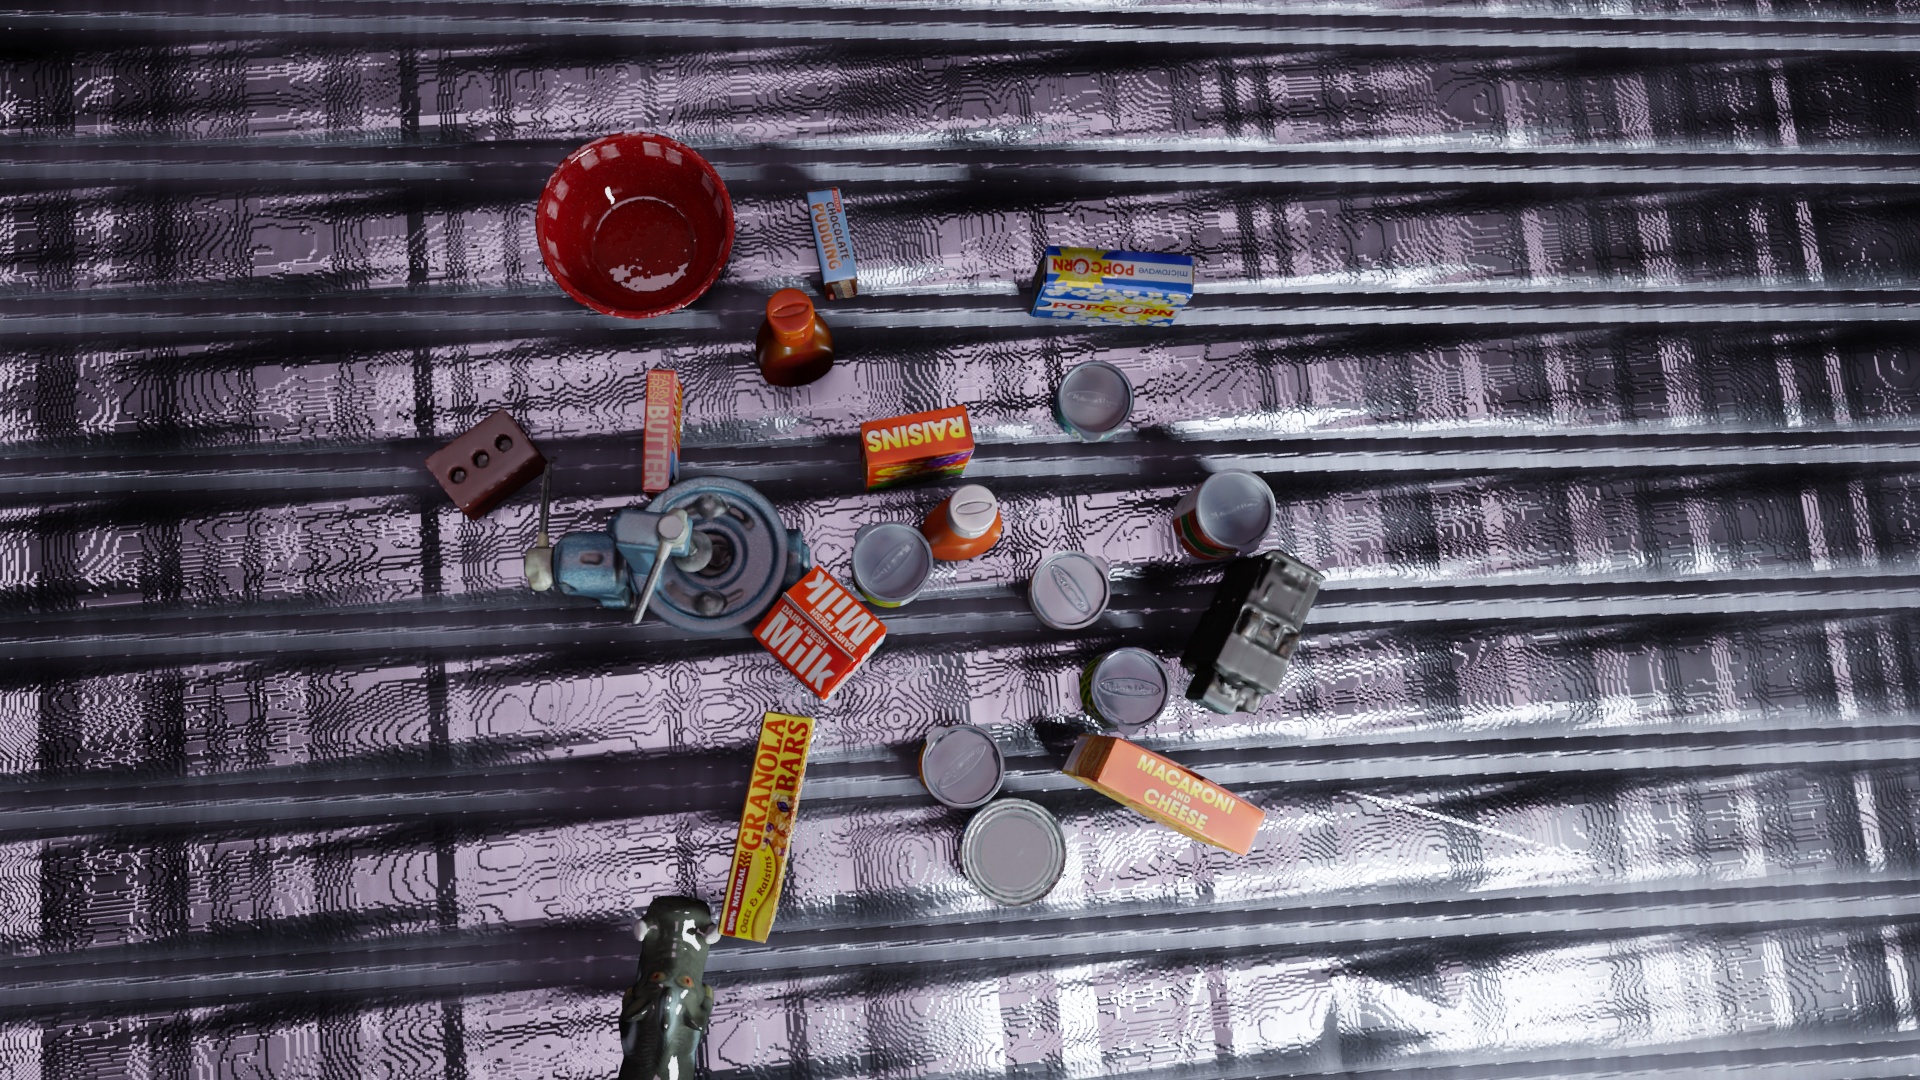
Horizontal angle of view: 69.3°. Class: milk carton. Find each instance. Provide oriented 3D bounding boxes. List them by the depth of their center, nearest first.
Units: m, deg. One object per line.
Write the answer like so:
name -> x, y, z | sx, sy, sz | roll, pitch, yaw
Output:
milk carton -> -0.106, 0.073, 1.064 | 0.072, 0.190, 0.073 | 43, 81, 2

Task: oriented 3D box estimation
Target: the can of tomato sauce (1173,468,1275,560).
can of tomato sauce -> 0.220, -0.019, 1.160 | 0.071, 0.083, 0.071 | 1, 82, -5

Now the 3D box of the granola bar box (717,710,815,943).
granola bar box -> -0.148, 0.215, 1.072 | 0.039, 0.124, 0.165 | 11, 81, -3

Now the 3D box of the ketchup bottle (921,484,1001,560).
ketchup bottle -> 0.004, -0.014, 1.107 | 0.065, 0.148, 0.043 | -9, 83, -6

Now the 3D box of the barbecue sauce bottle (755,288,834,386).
barbecue sauce bottle -> -0.134, -0.163, 1.117 | 0.065, 0.148, 0.043 | -15, 84, -7

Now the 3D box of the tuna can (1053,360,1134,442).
tuna can -> 0.113, -0.116, 1.191 | 0.071, 0.033, 0.071 | 1, 82, -5

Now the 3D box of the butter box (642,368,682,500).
butter box -> -0.245, -0.086, 1.144 | 0.024, 0.053, 0.103 | 1, 82, -5

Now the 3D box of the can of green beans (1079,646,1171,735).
can of green beans -> 0.135, 0.122, 1.145 | 0.071, 0.057, 0.071 | 1, 82, -5

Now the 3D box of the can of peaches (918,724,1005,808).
can of peaches -> -0.001, 0.180, 1.124 | 0.071, 0.058, 0.071 | 1, 82, -5

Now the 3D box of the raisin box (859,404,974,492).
raisin box -> -0.038, -0.072, 1.125 | 0.086, 0.123, 0.040 | -10, 83, -6

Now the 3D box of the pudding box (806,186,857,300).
pudding box -> -0.109, -0.252, 1.183 | 0.030, 0.049, 0.084 | -11, 83, -6

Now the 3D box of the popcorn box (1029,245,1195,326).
popcorn box -> 0.127, -0.215, 1.180 | 0.127, 0.085, 0.038 | 3, 82, -4

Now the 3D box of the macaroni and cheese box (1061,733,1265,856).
macaroni and cheese box -> 0.153, 0.194, 1.081 | 0.124, 0.166, 0.040 | 27, 81, -1

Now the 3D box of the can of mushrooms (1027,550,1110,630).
can of mushrooms -> 0.092, 0.041, 1.165 | 0.071, 0.033, 0.071 | 1, 82, -5

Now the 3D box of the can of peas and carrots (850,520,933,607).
can of peas and carrots -> -0.059, 0.019, 1.142 | 0.071, 0.058, 0.071 | 1, 82, -5
